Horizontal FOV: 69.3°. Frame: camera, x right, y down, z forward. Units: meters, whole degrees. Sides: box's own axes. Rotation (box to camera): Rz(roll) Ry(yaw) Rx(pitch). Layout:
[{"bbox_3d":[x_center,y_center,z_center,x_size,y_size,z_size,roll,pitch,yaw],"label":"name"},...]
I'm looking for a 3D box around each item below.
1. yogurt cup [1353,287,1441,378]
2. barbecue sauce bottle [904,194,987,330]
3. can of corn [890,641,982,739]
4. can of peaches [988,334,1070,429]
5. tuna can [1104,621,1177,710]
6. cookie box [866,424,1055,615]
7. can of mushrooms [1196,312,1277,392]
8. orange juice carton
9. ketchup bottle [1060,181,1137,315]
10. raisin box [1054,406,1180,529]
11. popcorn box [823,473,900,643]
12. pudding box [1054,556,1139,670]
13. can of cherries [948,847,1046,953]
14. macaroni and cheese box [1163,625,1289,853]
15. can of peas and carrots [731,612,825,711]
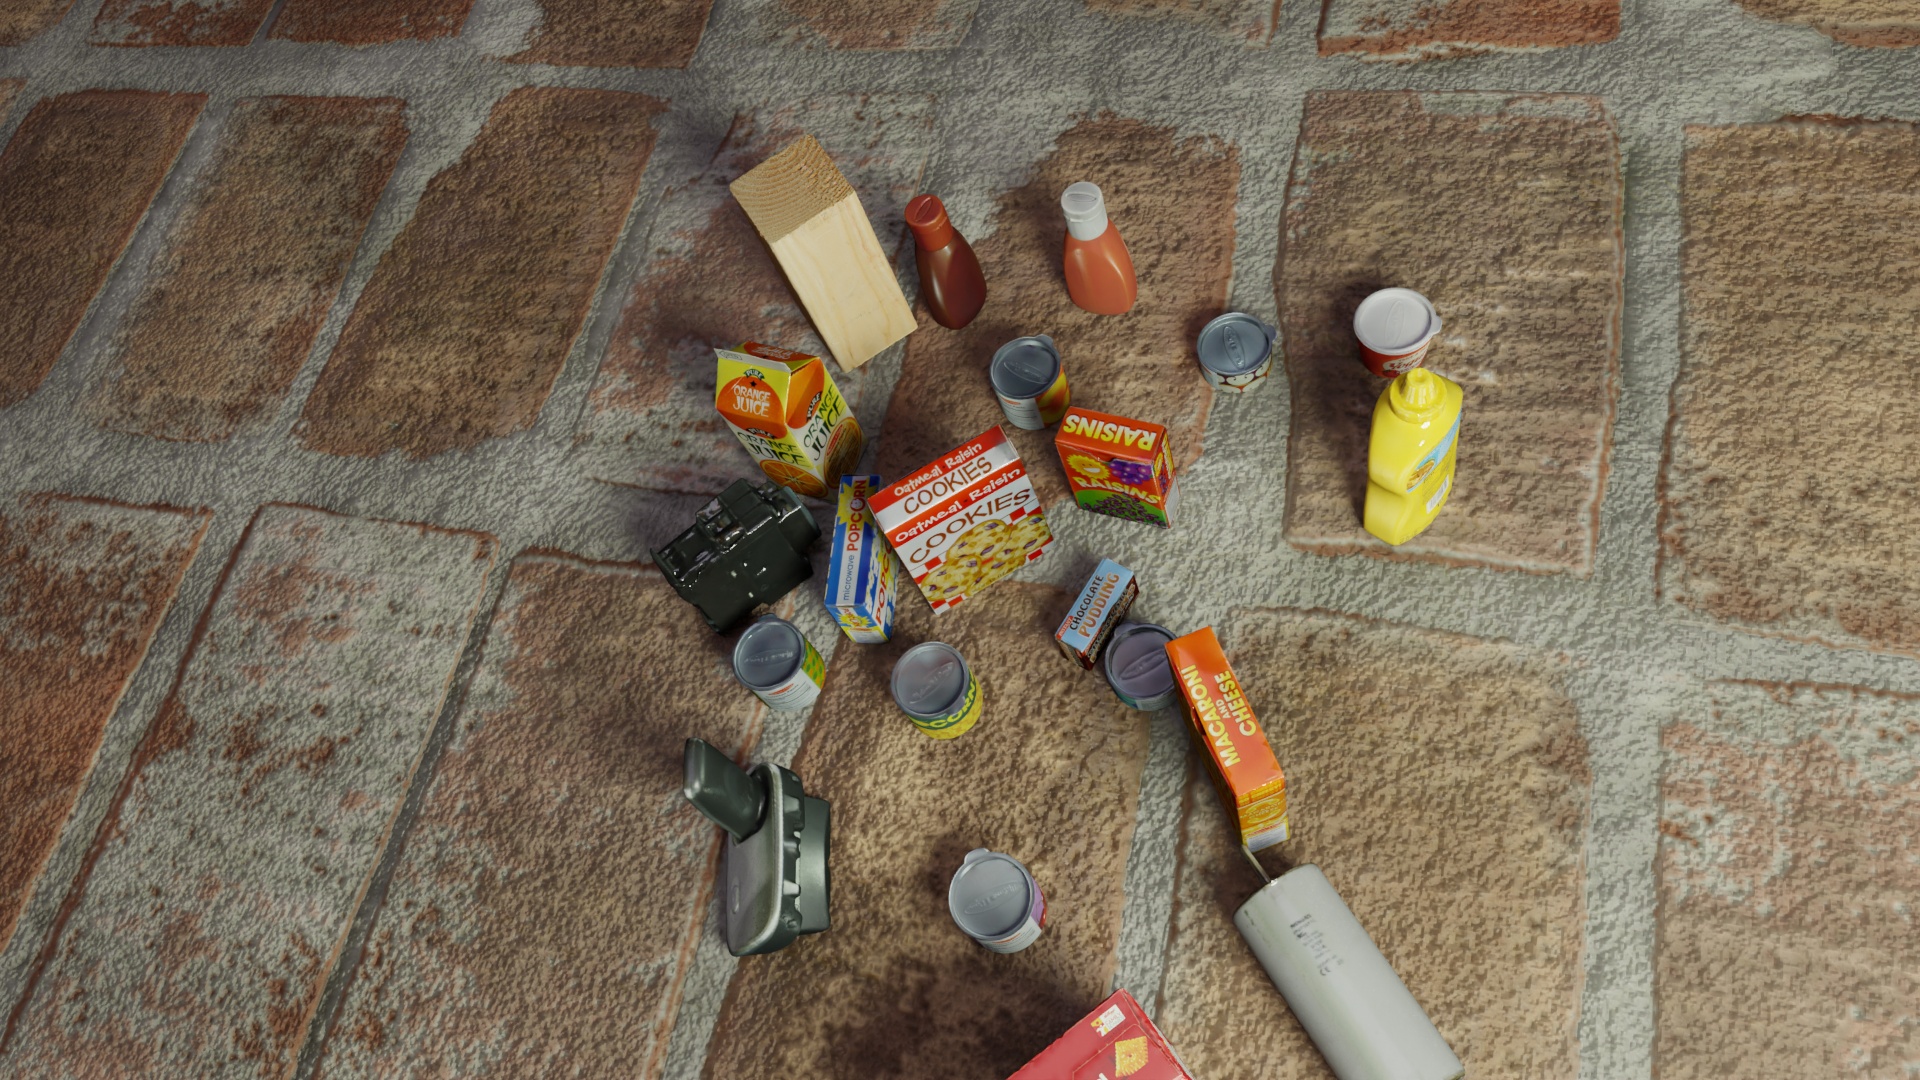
[{"bbox_3d":[0.376,-0.177,1.205,0.072,0.053,0.072,-6,63,12],"label":"yogurt cup"},{"bbox_3d":[-0.015,-0.262,1.296,0.044,0.148,0.065,23,72,24],"label":"barbecue sauce bottle"},{"bbox_3d":[-0.017,0.127,1.152,0.071,0.058,0.071,-6,63,12],"label":"can of corn"},{"bbox_3d":[0.065,-0.144,1.268,0.071,0.058,0.071,-6,63,12],"label":"can of peaches"},{"bbox_3d":[0.151,0.102,1.135,0.071,0.032,0.071,-6,63,12],"label":"tuna can"},{"bbox_3d":[0.004,-0.014,1.155,0.123,0.167,0.040,-30,61,-1],"label":"cookie box"},{"bbox_3d":[0.249,-0.168,1.246,0.071,0.033,0.071,-6,63,12],"label":"can of mushrooms"},{"bbox_3d":[-0.153,-0.112,1.231,0.072,0.192,0.073,15,69,21],"label":"orange juice carton"},{"bbox_3d":[0.121,-0.264,1.261,0.065,0.148,0.044,13,68,20],"label":"ketchup bottle"},{"bbox_3d":[0.134,-0.060,1.170,0.086,0.123,0.040,15,69,21],"label":"raisin box"},{"bbox_3d":[-0.082,0.016,1.209,0.038,0.085,0.127,-2,64,14],"label":"popcorn box"},{"bbox_3d":[0.114,0.061,1.156,0.030,0.049,0.084,27,73,25],"label":"pudding box"},{"bbox_3d":[0.029,0.276,1.065,0.071,0.058,0.072,-6,63,12],"label":"can of cherries"},{"bbox_3d":[0.197,0.151,1.022,0.040,0.166,0.124,-23,61,3],"label":"macaroni and cheese box"},{"bbox_3d":[-0.156,0.106,1.199,0.071,0.058,0.071,-6,63,12],"label":"can of peas and carrots"}]
